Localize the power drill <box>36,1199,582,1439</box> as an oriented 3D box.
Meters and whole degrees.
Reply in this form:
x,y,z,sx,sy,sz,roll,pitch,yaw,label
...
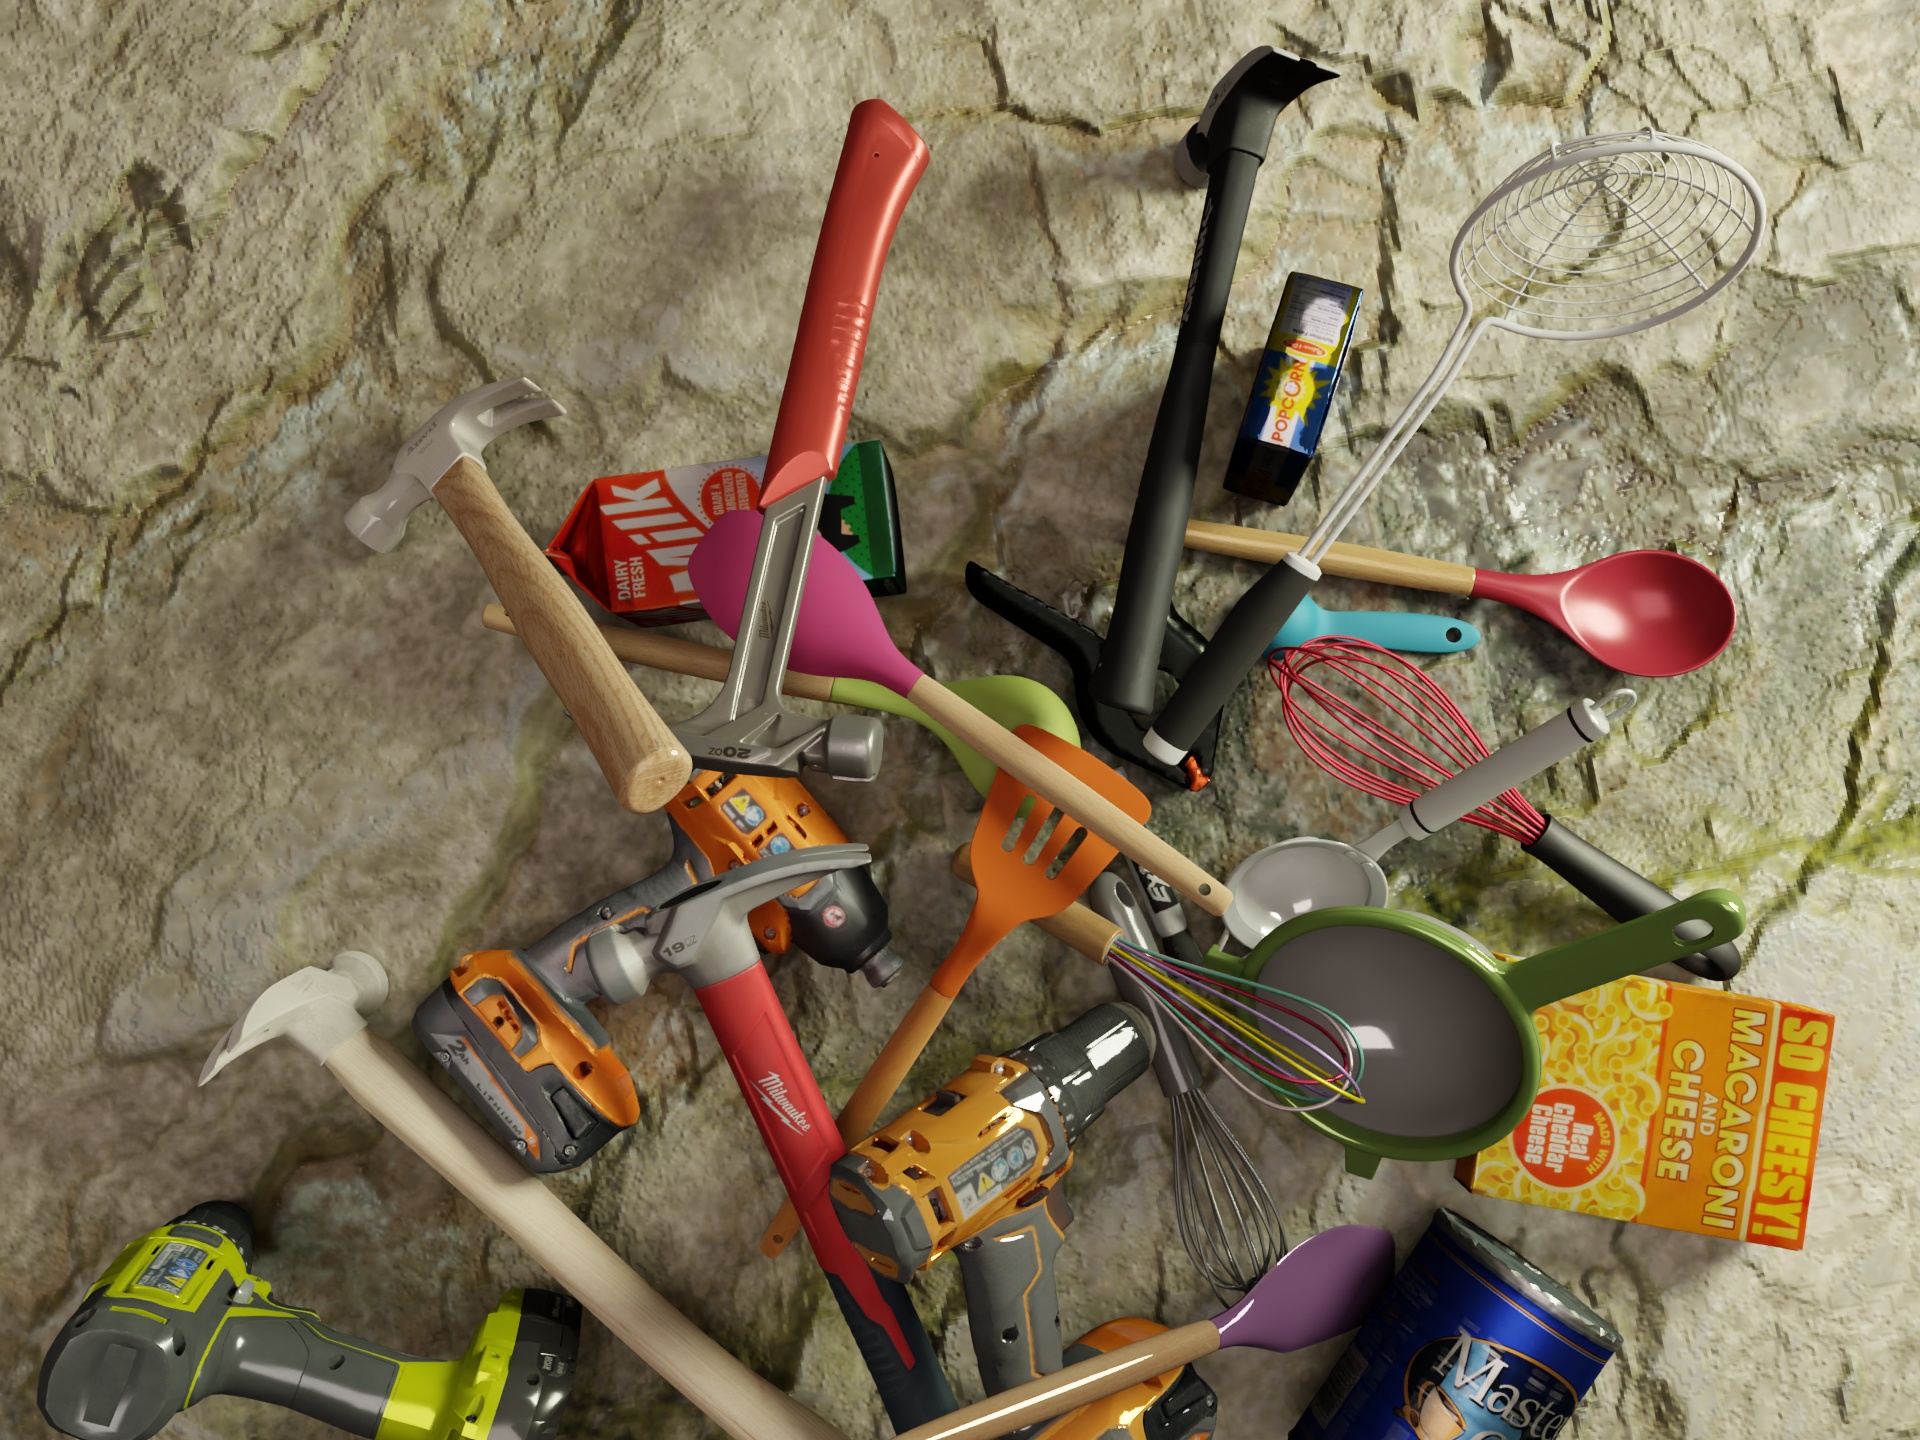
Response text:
x,y,z,sx,sy,sz,roll,pitch,yaw,label
-0.313,0.310,0.796,0.228,0.190,0.080,20,89,-11,power drill

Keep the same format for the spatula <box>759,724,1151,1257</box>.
x,y,z,sx,sy,sz,roll,pitch,yaw,label
-0.020,0.153,0.819,0.081,0.041,0.322,32,107,-2,spatula

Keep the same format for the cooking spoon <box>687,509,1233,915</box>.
x,y,z,sx,sy,sz,roll,pitch,yaw,label
-0.001,-0.002,0.780,0.319,0.017,0.069,35,87,8,cooking spoon

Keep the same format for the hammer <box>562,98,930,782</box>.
x,y,z,sx,sy,sz,roll,pitch,yaw,label
-0.083,-0.148,0.792,0.149,0.036,0.359,8,74,7,hammer

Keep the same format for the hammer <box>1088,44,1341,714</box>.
x,y,z,sx,sy,sz,roll,pitch,yaw,label
0.114,-0.166,0.780,0.035,0.146,0.335,14,83,-11,hammer

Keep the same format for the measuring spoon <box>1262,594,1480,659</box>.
x,y,z,sx,sy,sz,roll,pitch,yaw,label
0.214,-0.050,0.849,0.128,0.021,0.042,5,88,4,measuring spoon

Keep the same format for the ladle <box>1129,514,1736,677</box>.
x,y,z,sx,sy,sz,roll,pitch,yaw,label
0.246,-0.077,0.847,0.315,0.031,0.069,11,81,5,ladle

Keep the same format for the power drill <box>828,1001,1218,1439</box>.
x,y,z,sx,sy,sz,roll,pitch,yaw,label
0.051,0.266,0.785,0.185,0.084,0.226,-29,104,-32,power drill

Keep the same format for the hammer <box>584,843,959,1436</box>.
x,y,z,sx,sy,sz,roll,pitch,yaw,label
-0.044,0.252,0.798,0.143,0.038,0.386,-23,101,-2,hammer

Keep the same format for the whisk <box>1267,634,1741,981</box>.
x,y,z,sx,sy,sz,roll,pitch,yaw,label
0.283,0.047,0.827,0.296,0.073,0.073,35,90,-1,whisk

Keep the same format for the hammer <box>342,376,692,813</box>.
x,y,z,sx,sy,sz,roll,pitch,yaw,label
-0.207,-0.066,0.769,0.130,0.031,0.332,-47,48,4,hammer

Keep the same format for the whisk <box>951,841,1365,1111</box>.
x,y,z,sx,sy,sz,roll,pitch,yaw,label
0.095,0.124,0.801,0.245,0.047,0.051,29,118,26,whisk

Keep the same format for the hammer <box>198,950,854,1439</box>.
x,y,z,sx,sy,sz,roll,pitch,yaw,label
-0.198,0.277,0.808,0.410,0.146,0.038,42,96,-1,hammer

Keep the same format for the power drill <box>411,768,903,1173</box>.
x,y,z,sx,sy,sz,roll,pitch,yaw,label
-0.150,0.129,0.833,0.226,0.084,0.164,-42,87,-3,power drill

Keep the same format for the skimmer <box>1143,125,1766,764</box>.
x,y,z,sx,sy,sz,roll,pitch,yaw,label
0.211,-0.108,0.742,0.127,0.090,0.363,22,112,-34,skimmer

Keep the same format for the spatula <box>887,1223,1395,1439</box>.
x,y,z,sx,sy,sz,roll,pitch,yaw,label
0.100,0.297,0.756,0.315,0.018,0.060,-5,98,-34,spatula

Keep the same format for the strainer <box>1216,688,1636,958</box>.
x,y,z,sx,sy,sz,roll,pitch,yaw,label
0.222,0.053,0.792,0.086,0.050,0.258,34,128,-24,strainer

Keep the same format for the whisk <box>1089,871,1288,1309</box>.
x,y,z,sx,sy,sz,roll,pitch,yaw,label
0.114,0.193,0.834,0.055,0.055,0.239,-20,83,2,whisk

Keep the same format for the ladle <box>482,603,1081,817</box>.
x,y,z,sx,sy,sz,roll,pitch,yaw,label
-0.093,-0.014,0.834,0.320,0.062,0.078,12,52,2,ladle

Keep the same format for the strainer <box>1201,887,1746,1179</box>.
x,y,z,sx,sy,sz,roll,pitch,yaw,label
0.256,0.122,0.774,0.256,0.069,0.151,-31,99,37,strainer
